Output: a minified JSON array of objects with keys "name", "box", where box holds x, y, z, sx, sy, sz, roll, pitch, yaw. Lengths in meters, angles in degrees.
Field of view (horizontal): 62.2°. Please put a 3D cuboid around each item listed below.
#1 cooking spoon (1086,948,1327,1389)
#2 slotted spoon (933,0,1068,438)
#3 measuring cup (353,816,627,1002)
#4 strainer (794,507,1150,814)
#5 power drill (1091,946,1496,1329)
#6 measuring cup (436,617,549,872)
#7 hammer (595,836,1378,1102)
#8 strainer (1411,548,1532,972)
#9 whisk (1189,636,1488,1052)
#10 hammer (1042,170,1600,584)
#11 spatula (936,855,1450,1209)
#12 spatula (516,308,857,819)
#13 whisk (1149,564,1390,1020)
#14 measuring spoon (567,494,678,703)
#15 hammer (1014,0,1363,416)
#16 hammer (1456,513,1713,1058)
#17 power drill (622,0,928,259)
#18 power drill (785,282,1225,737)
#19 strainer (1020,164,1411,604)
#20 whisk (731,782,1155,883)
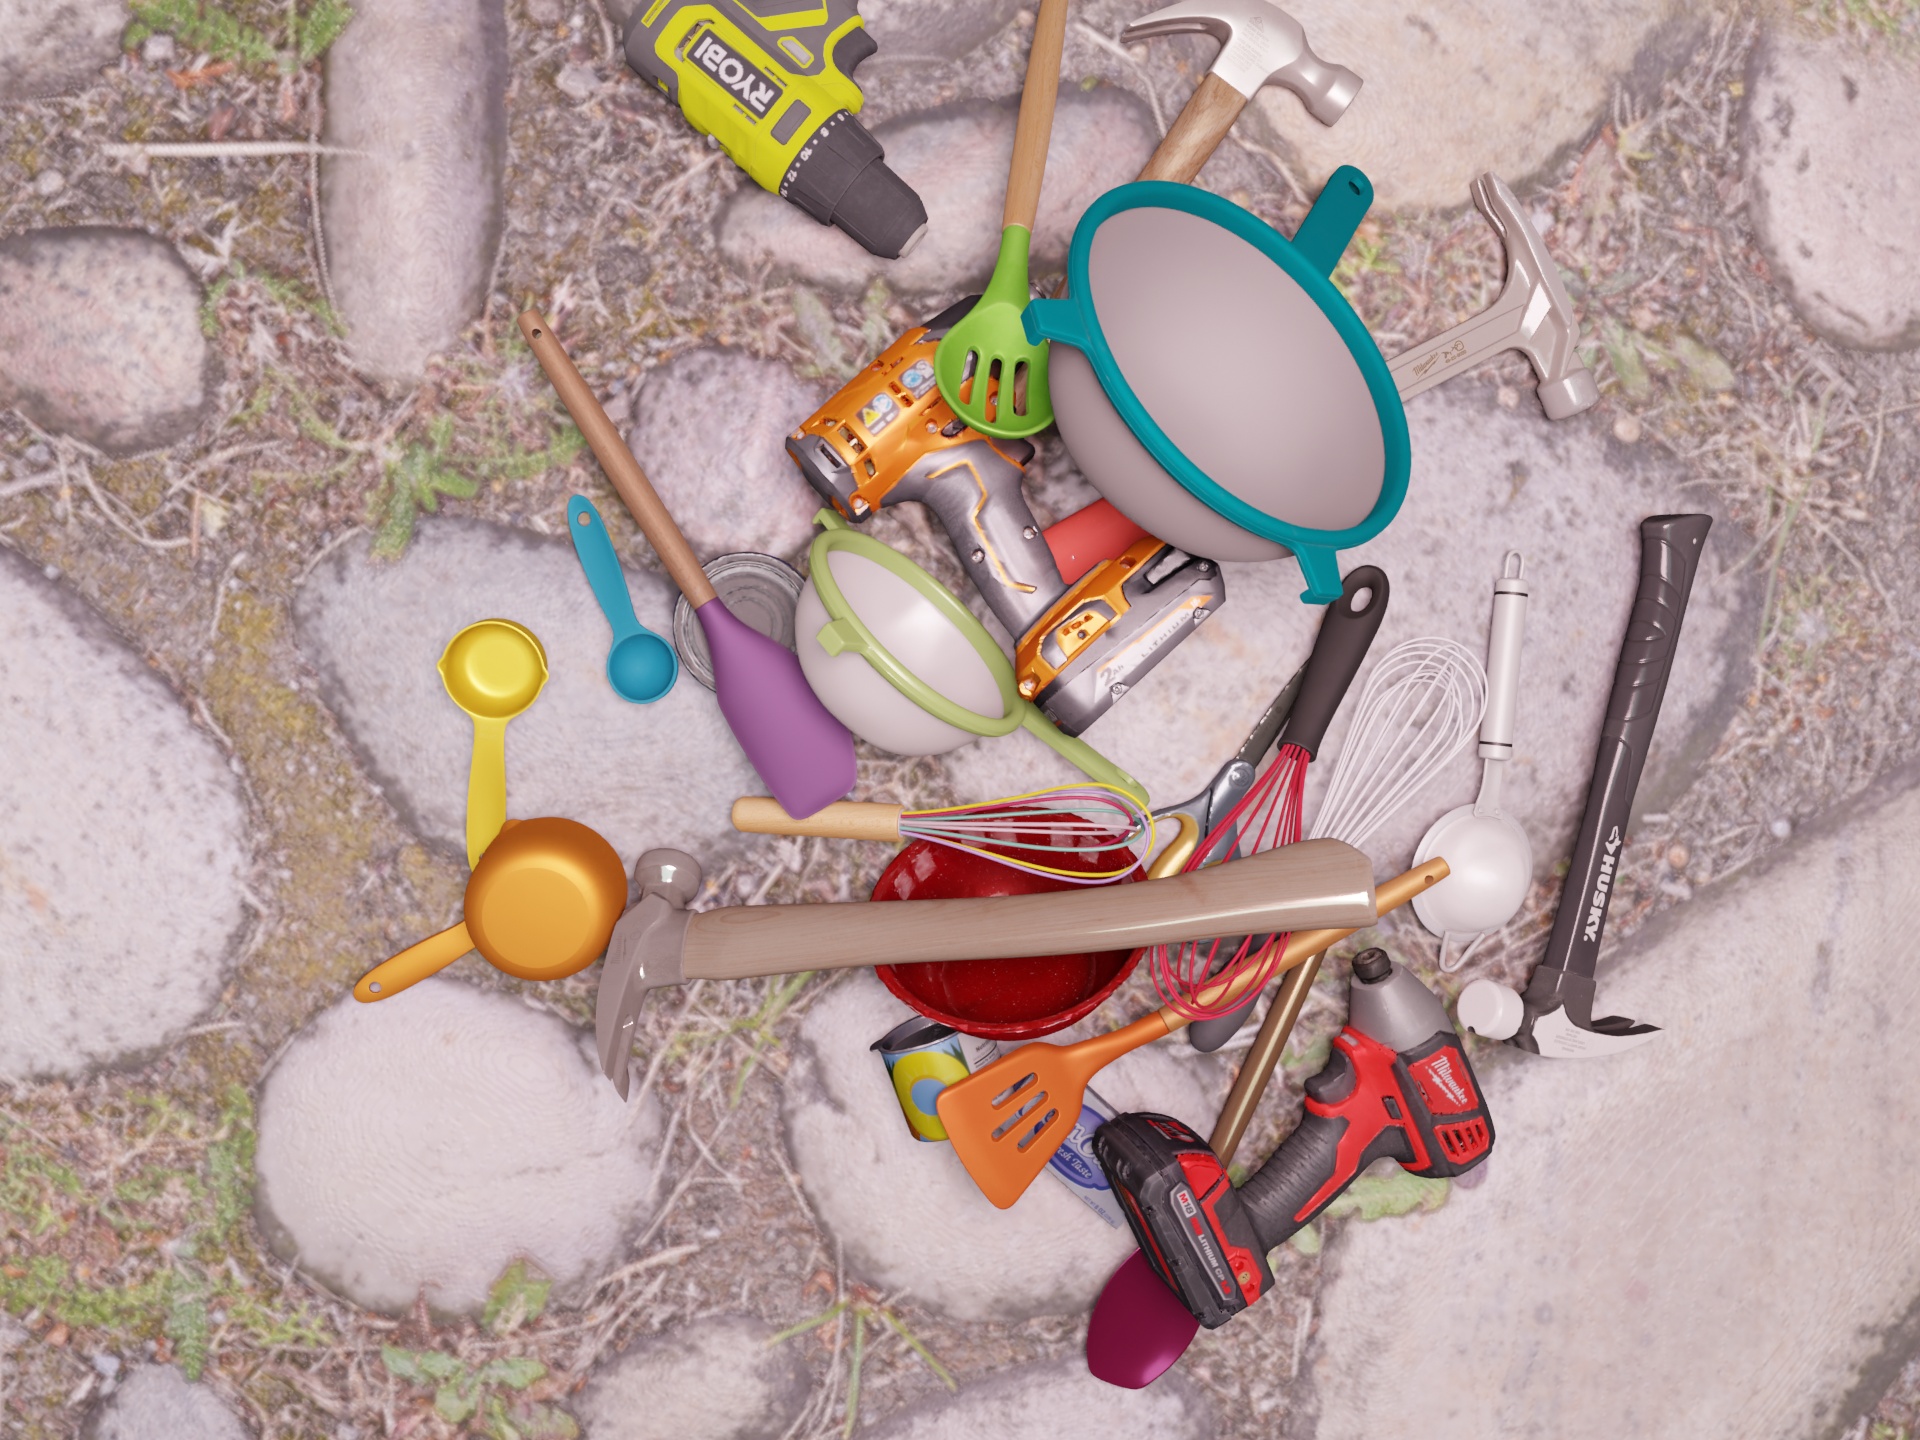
[{"name":"cooking spoon","box":[0.158,0.257,0.959,0.068,0.017,0.319,24,92,-14]},{"name":"slotted spoon","box":[0.036,-0.282,0.856,0.070,0.031,0.314,12,68,-9]},{"name":"measuring cup","box":[-0.272,0.123,0.899,0.173,0.052,0.095,-29,103,0]},{"name":"strainer","box":[-0.001,-0.003,0.897,0.256,0.152,0.069,36,112,-25]},{"name":"power drill","box":[0.196,0.234,0.918,0.219,0.078,0.143,-28,104,-12]},{"name":"measuring cup","box":[-0.269,0.017,0.916,0.062,0.029,0.156,5,105,-6]},{"name":"hammer","box":[0.008,0.116,0.832,0.410,0.146,0.038,-7,136,13]},{"name":"strainer","box":[0.317,0.026,0.947,0.086,0.050,0.258,6,90,-20]},{"name":"whisk","box":[0.214,0.075,0.937,0.070,0.070,0.284,31,96,-5]},{"name":"hammer","box":[0.188,-0.175,0.926,0.359,0.037,0.149,-27,95,-2]},{"name":"spatula","box":[0.139,0.163,0.903,0.322,0.041,0.081,-29,102,-1]},{"name":"spatula","box":[-0.153,-0.088,0.881,0.060,0.018,0.316,-32,96,-3]},{"name":"whisk","box":[0.183,0.035,0.897,0.073,0.073,0.296,29,71,-5]},{"name":"measuring spoon","box":[-0.197,-0.070,0.918,0.042,0.021,0.128,-22,86,7]},{"name":"hammer","box":[0.086,-0.269,0.915,0.130,0.031,0.331,35,91,-6]},{"name":"hammer","box":[0.390,0.036,0.939,0.146,0.035,0.335,18,85,-30]},{"name":"power drill","box":[-0.046,-0.389,0.877,0.190,0.080,0.228,40,93,-5]},{"name":"power drill","box":[0.038,-0.121,0.862,0.164,0.084,0.226,-43,87,-3]},{"name":"strainer","box":[0.144,-0.197,0.842,0.211,0.095,0.340,41,47,-9]},{"name":"whisk","box":[-0.012,0.055,0.900,0.245,0.051,0.047,2,127,13]}]
